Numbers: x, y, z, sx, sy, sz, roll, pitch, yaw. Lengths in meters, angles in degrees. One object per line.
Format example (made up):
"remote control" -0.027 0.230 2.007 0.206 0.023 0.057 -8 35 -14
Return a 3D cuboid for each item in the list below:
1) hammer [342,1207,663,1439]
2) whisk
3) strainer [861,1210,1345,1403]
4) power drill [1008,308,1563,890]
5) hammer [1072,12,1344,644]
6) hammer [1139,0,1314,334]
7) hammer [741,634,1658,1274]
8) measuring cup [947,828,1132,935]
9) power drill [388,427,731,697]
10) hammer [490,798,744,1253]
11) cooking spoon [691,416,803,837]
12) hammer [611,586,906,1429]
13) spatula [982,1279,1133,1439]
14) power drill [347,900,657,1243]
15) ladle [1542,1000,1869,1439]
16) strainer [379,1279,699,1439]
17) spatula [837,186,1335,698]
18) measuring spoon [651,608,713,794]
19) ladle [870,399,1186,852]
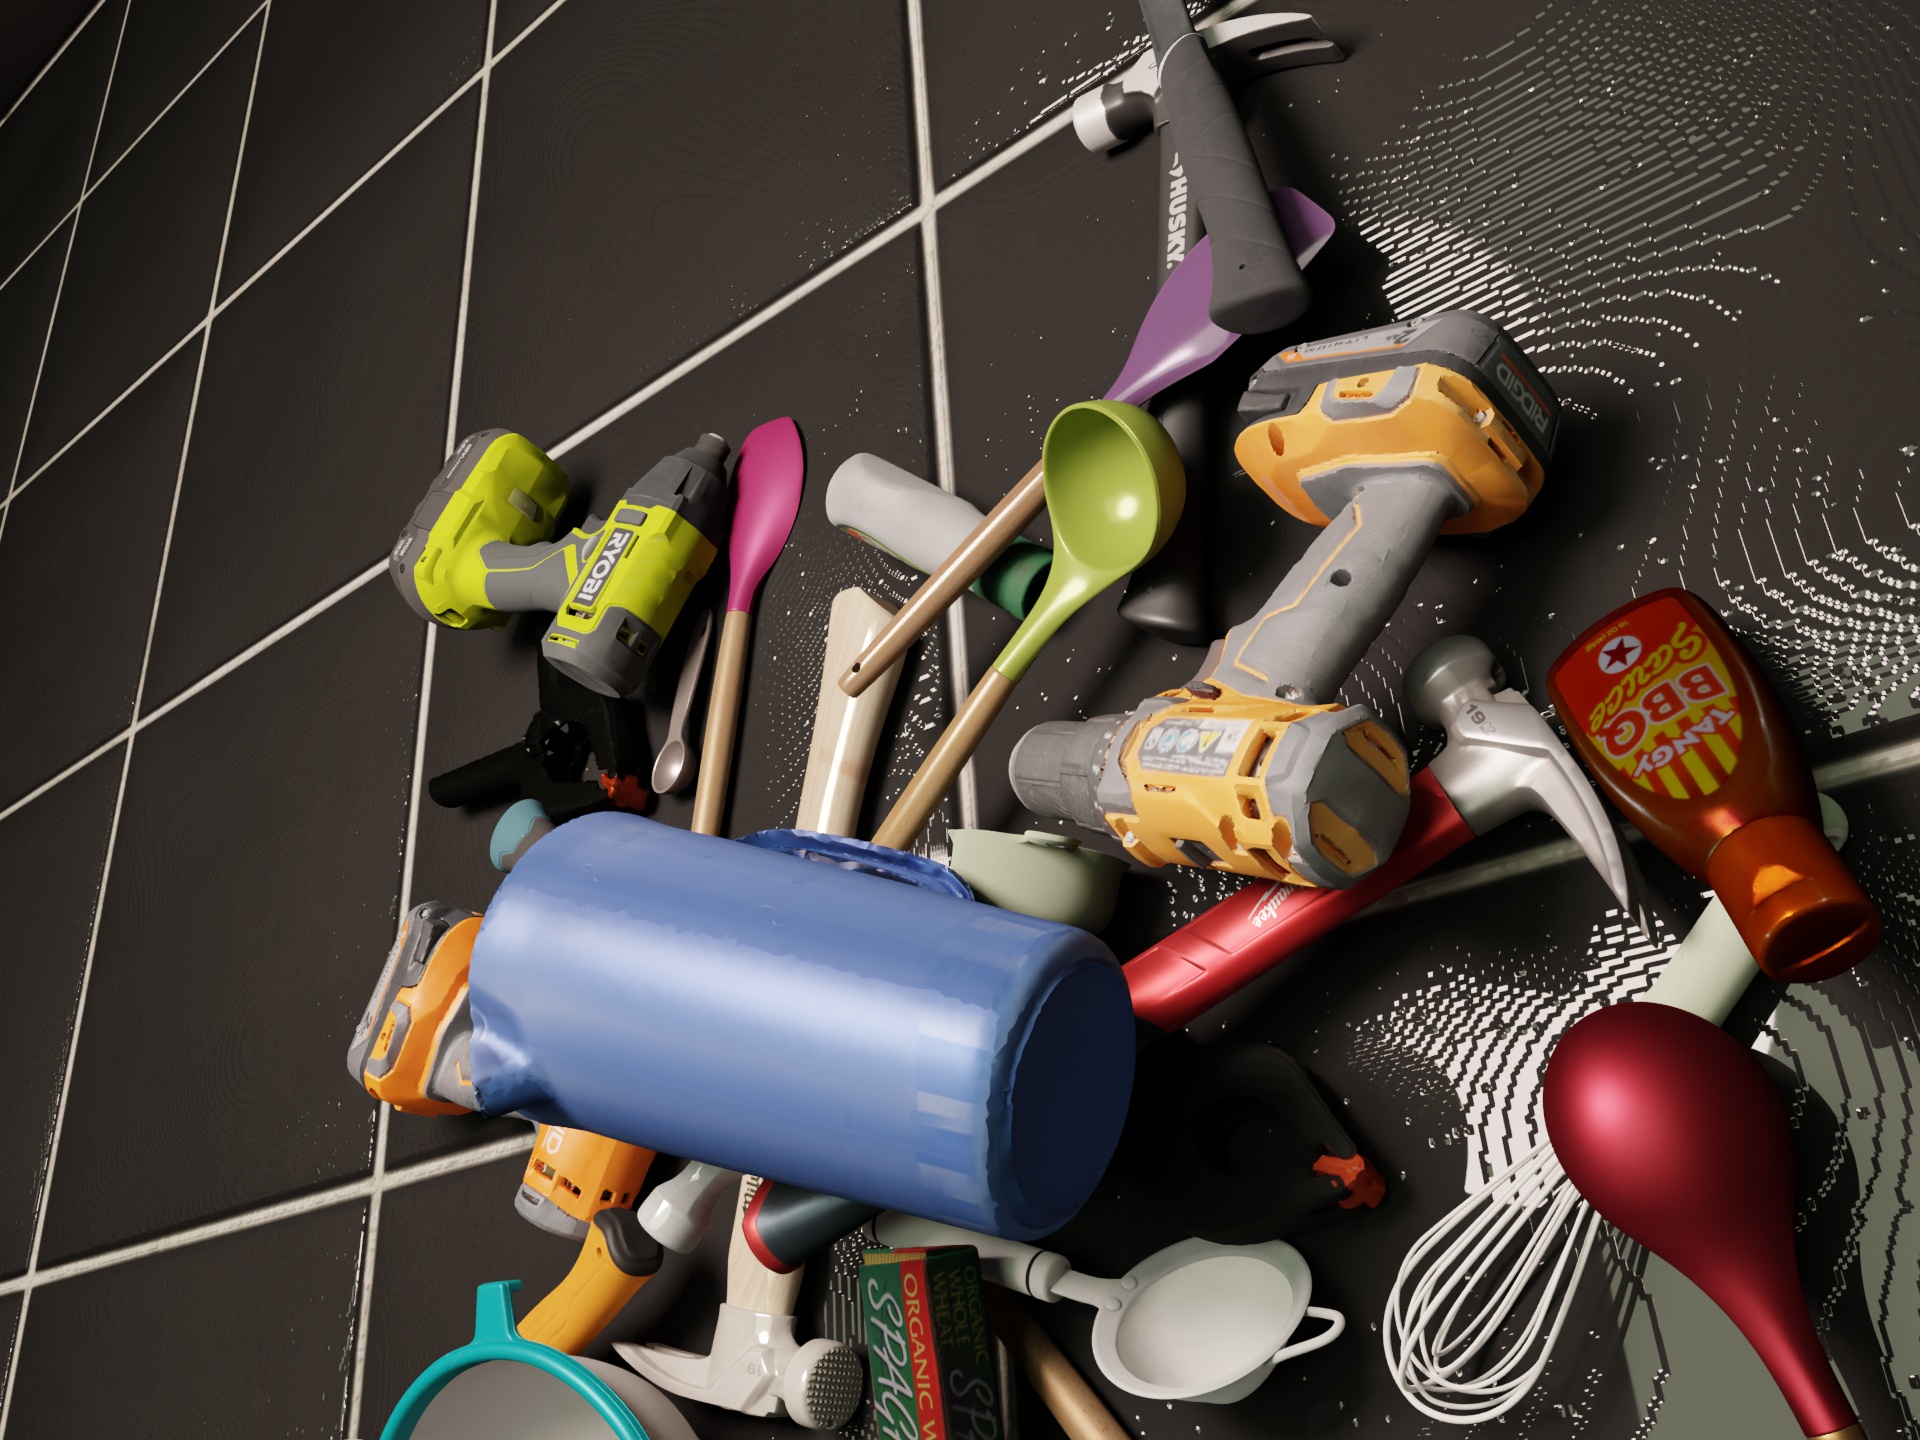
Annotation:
"hammer" -0.252 0.368 0.831 0.336 0.034 0.127 -49 46 25
"whisk" 0.220 0.128 0.533 0.246 0.057 0.059 -56 36 1
"strainer" 0.044 0.227 0.641 0.258 0.087 0.050 1 118 43
"power drill" 0.120 -0.043 0.633 0.185 0.084 0.226 2 59 55
"hammer" 0.112 -0.194 0.773 0.146 0.035 0.335 -11 65 39
"hammer" 0.111 -0.339 0.788 0.149 0.036 0.409 -29 50 27
"hammer" 0.071 0.125 0.621 0.386 0.038 0.143 -36 41 15
"measuring cup" 0.032 0.067 0.657 0.083 0.167 0.038 11 83 1
"power drill" -0.249 -0.115 1.012 0.223 0.080 0.171 14 71 38
"hammer" -0.172 0.121 0.808 0.128 0.033 0.331 -51 40 -5
"cooking spoon" -0.134 -0.039 0.938 0.069 0.017 0.319 -12 64 39
"hammer" -0.086 0.129 0.812 0.146 0.038 0.411 -9 66 41
"spatula" 0.083 0.306 0.578 0.082 0.044 0.318 -51 45 2
"power drill" -0.240 0.176 0.901 0.227 0.084 0.164 15 80 41
"ladle" 0.255 0.225 0.443 0.069 0.031 0.316 -24 66 9
"strainer" -0.124 0.414 0.696 0.341 0.095 0.211 35 104 29
"spatula" 0.050 -0.126 0.755 0.316 0.018 0.060 -46 51 12
"measuring spoon" -0.160 -0.011 0.956 0.034 0.018 0.124 -20 53 46
"ladle" -0.001 -0.002 0.730 0.078 0.062 0.320 42 103 37
